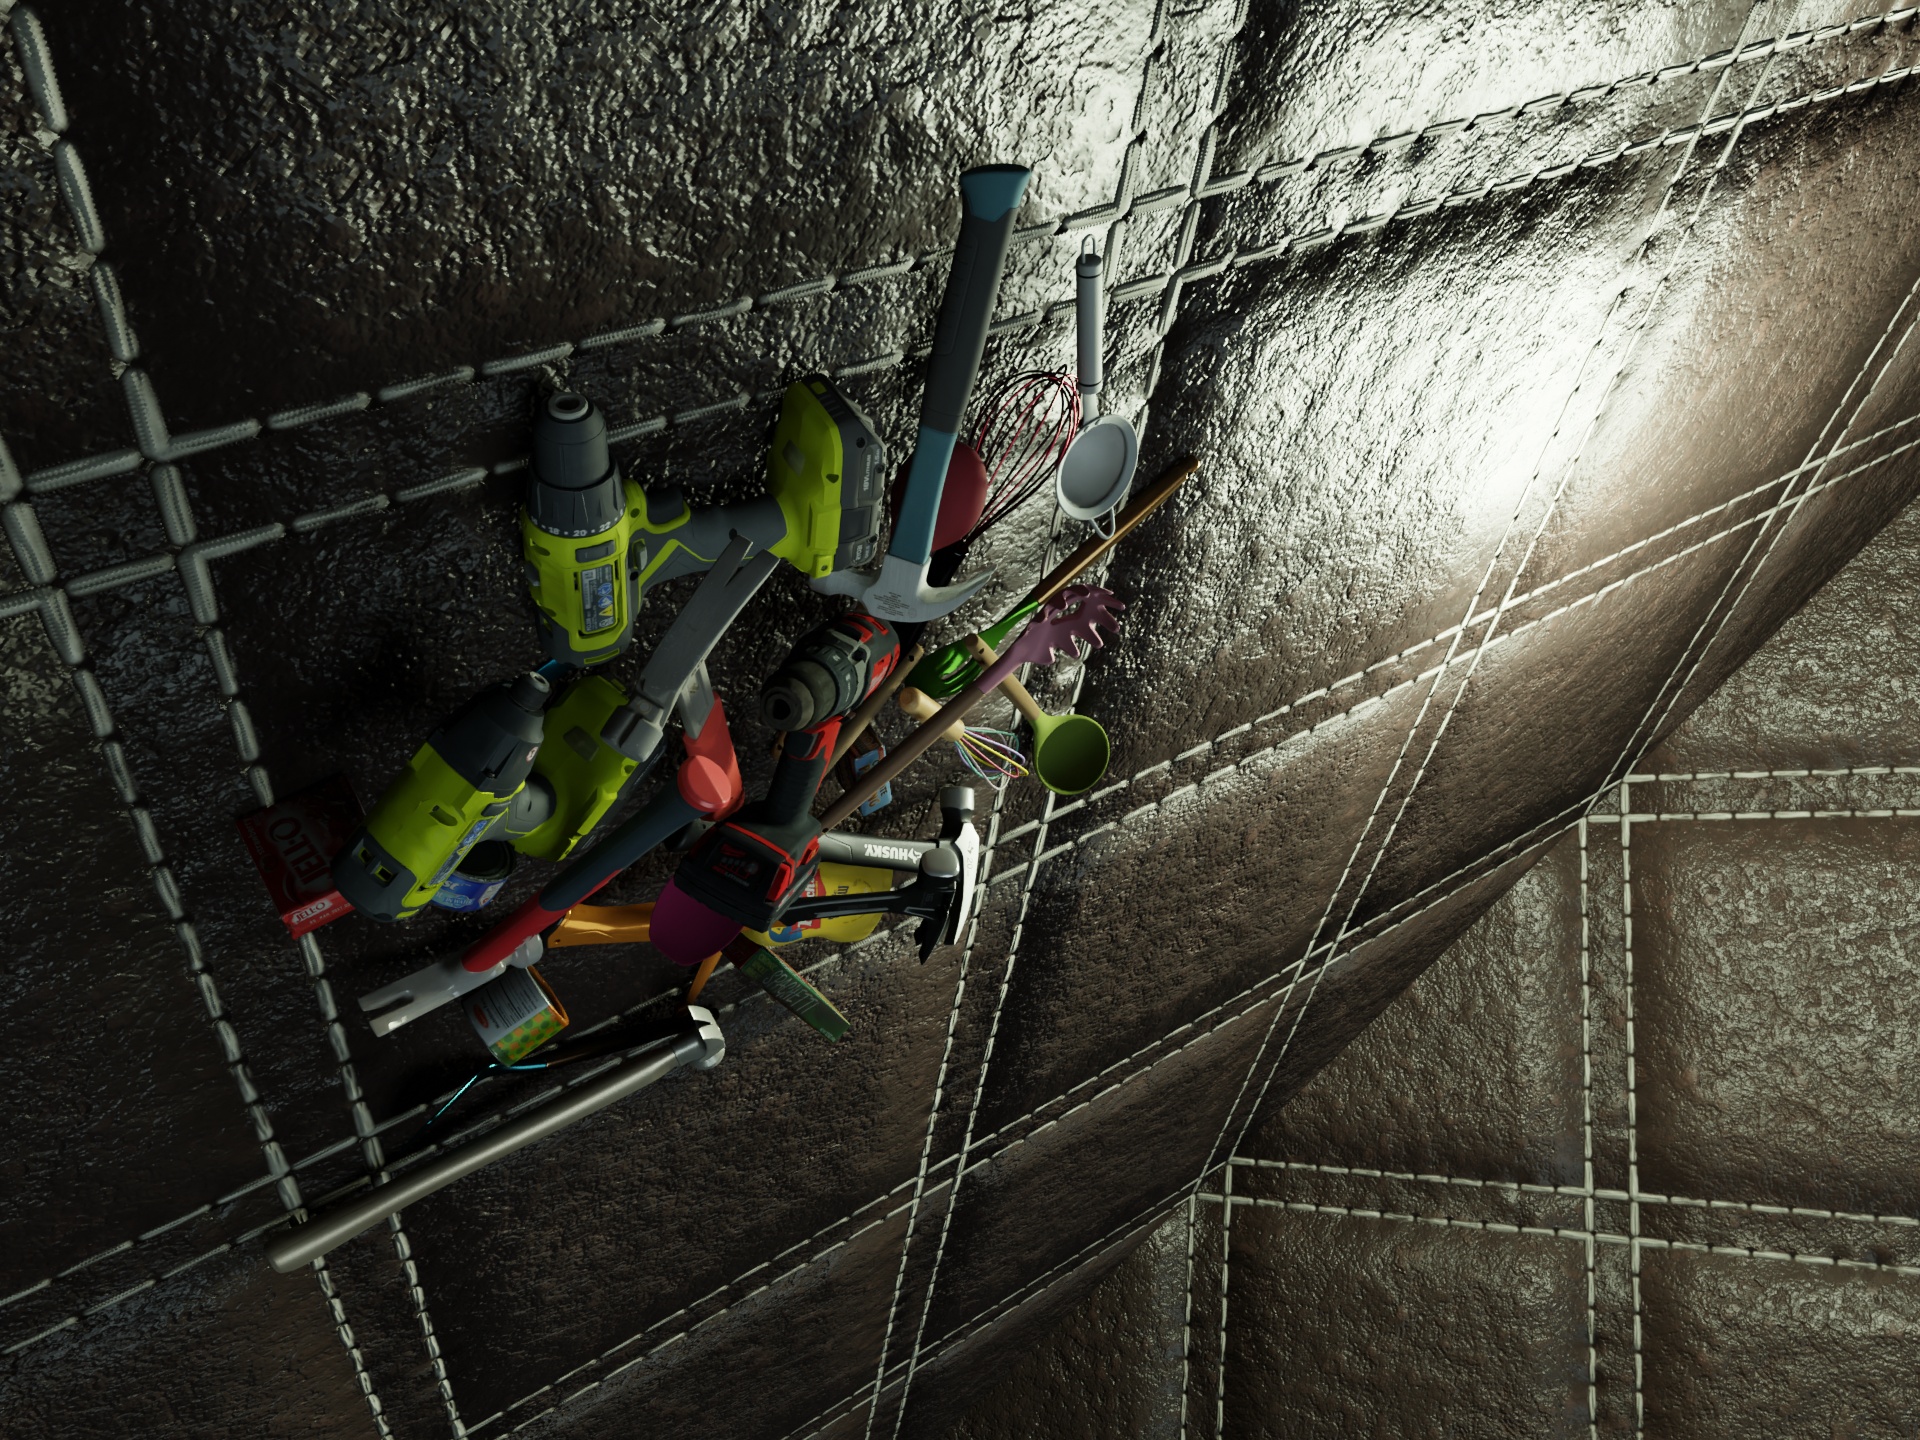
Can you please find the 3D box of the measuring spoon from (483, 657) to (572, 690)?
[{"bbox_3d":[-0.272,-0.030,1.077,0.128,0.021,0.042,-35,148,-7],"label":"measuring spoon"}]

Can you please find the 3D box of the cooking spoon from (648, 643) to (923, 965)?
[{"bbox_3d":[-0.132,0.060,1.267,0.319,0.068,0.017,-51,-172,-12],"label":"cooking spoon"}]

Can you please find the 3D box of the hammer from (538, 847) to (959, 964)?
[{"bbox_3d":[-0.173,0.162,1.301,0.336,0.034,0.127,-2,137,-17],"label":"hammer"}]

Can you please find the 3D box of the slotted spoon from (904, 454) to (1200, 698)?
[{"bbox_3d":[0.082,-0.119,1.341,0.314,0.031,0.070,-41,154,-3],"label":"slotted spoon"}]

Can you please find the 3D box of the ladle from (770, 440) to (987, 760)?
[{"bbox_3d":[-0.074,-0.080,1.206,0.315,0.069,0.031,-55,172,32],"label":"ladle"}]

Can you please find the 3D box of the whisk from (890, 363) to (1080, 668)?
[{"bbox_3d":[0.005,-0.146,1.198,0.073,0.073,0.295,-5,140,-43],"label":"whisk"}]

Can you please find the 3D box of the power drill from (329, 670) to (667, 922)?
[{"bbox_3d":[-0.279,0.034,1.009,0.171,0.080,0.223,-49,174,11],"label":"power drill"}]

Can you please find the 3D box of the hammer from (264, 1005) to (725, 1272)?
[{"bbox_3d":[-0.395,0.360,1.370,0.410,0.038,0.146,-26,164,-14],"label":"hammer"}]

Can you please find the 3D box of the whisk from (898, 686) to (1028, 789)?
[{"bbox_3d":[0.006,0.014,1.389,0.051,0.047,0.244,-46,153,4],"label":"whisk"}]

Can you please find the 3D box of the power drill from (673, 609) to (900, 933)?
[{"bbox_3d":[-0.124,0.036,1.132,0.226,0.080,0.188,-65,174,20],"label":"power drill"}]

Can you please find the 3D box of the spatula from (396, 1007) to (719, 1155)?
[{"bbox_3d":[-0.341,0.305,1.398,0.317,0.044,0.082,-9,155,-43],"label":"spatula"}]

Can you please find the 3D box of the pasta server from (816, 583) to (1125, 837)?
[{"bbox_3d":[-0.002,-0.004,1.279,0.316,0.040,0.060,-41,135,7],"label":"pasta server"}]

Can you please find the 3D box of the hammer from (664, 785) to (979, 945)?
[{"bbox_3d":[-0.110,0.114,1.363,0.035,0.146,0.334,-9,166,44],"label":"hammer"}]

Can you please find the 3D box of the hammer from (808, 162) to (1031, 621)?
[{"bbox_3d":[-0.013,-0.212,1.073,0.033,0.128,0.330,-61,168,-57],"label":"hammer"}]

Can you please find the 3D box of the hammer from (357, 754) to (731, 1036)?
[{"bbox_3d":[-0.277,0.120,1.072,0.143,0.038,0.386,-26,174,-46],"label":"hammer"}]

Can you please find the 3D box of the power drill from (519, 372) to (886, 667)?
[{"bbox_3d":[-0.166,-0.141,1.004,0.228,0.080,0.190,-20,144,-25],"label":"power drill"}]

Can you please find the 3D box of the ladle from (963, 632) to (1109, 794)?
[{"bbox_3d":[0.065,-0.008,1.401,0.078,0.062,0.320,-48,154,-2],"label":"ladle"}]

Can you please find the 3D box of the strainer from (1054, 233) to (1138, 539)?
[{"bbox_3d":[0.096,-0.246,1.186,0.087,0.050,0.258,-33,142,-24],"label":"strainer"}]

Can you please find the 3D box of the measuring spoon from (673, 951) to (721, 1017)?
[{"bbox_3d":[-0.235,0.226,1.448,0.021,0.011,0.117,-4,130,-51],"label":"measuring spoon"}]

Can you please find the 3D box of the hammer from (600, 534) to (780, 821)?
[{"bbox_3d":[-0.171,0.000,1.096,0.149,0.037,0.359,-58,175,-15],"label":"hammer"}]
